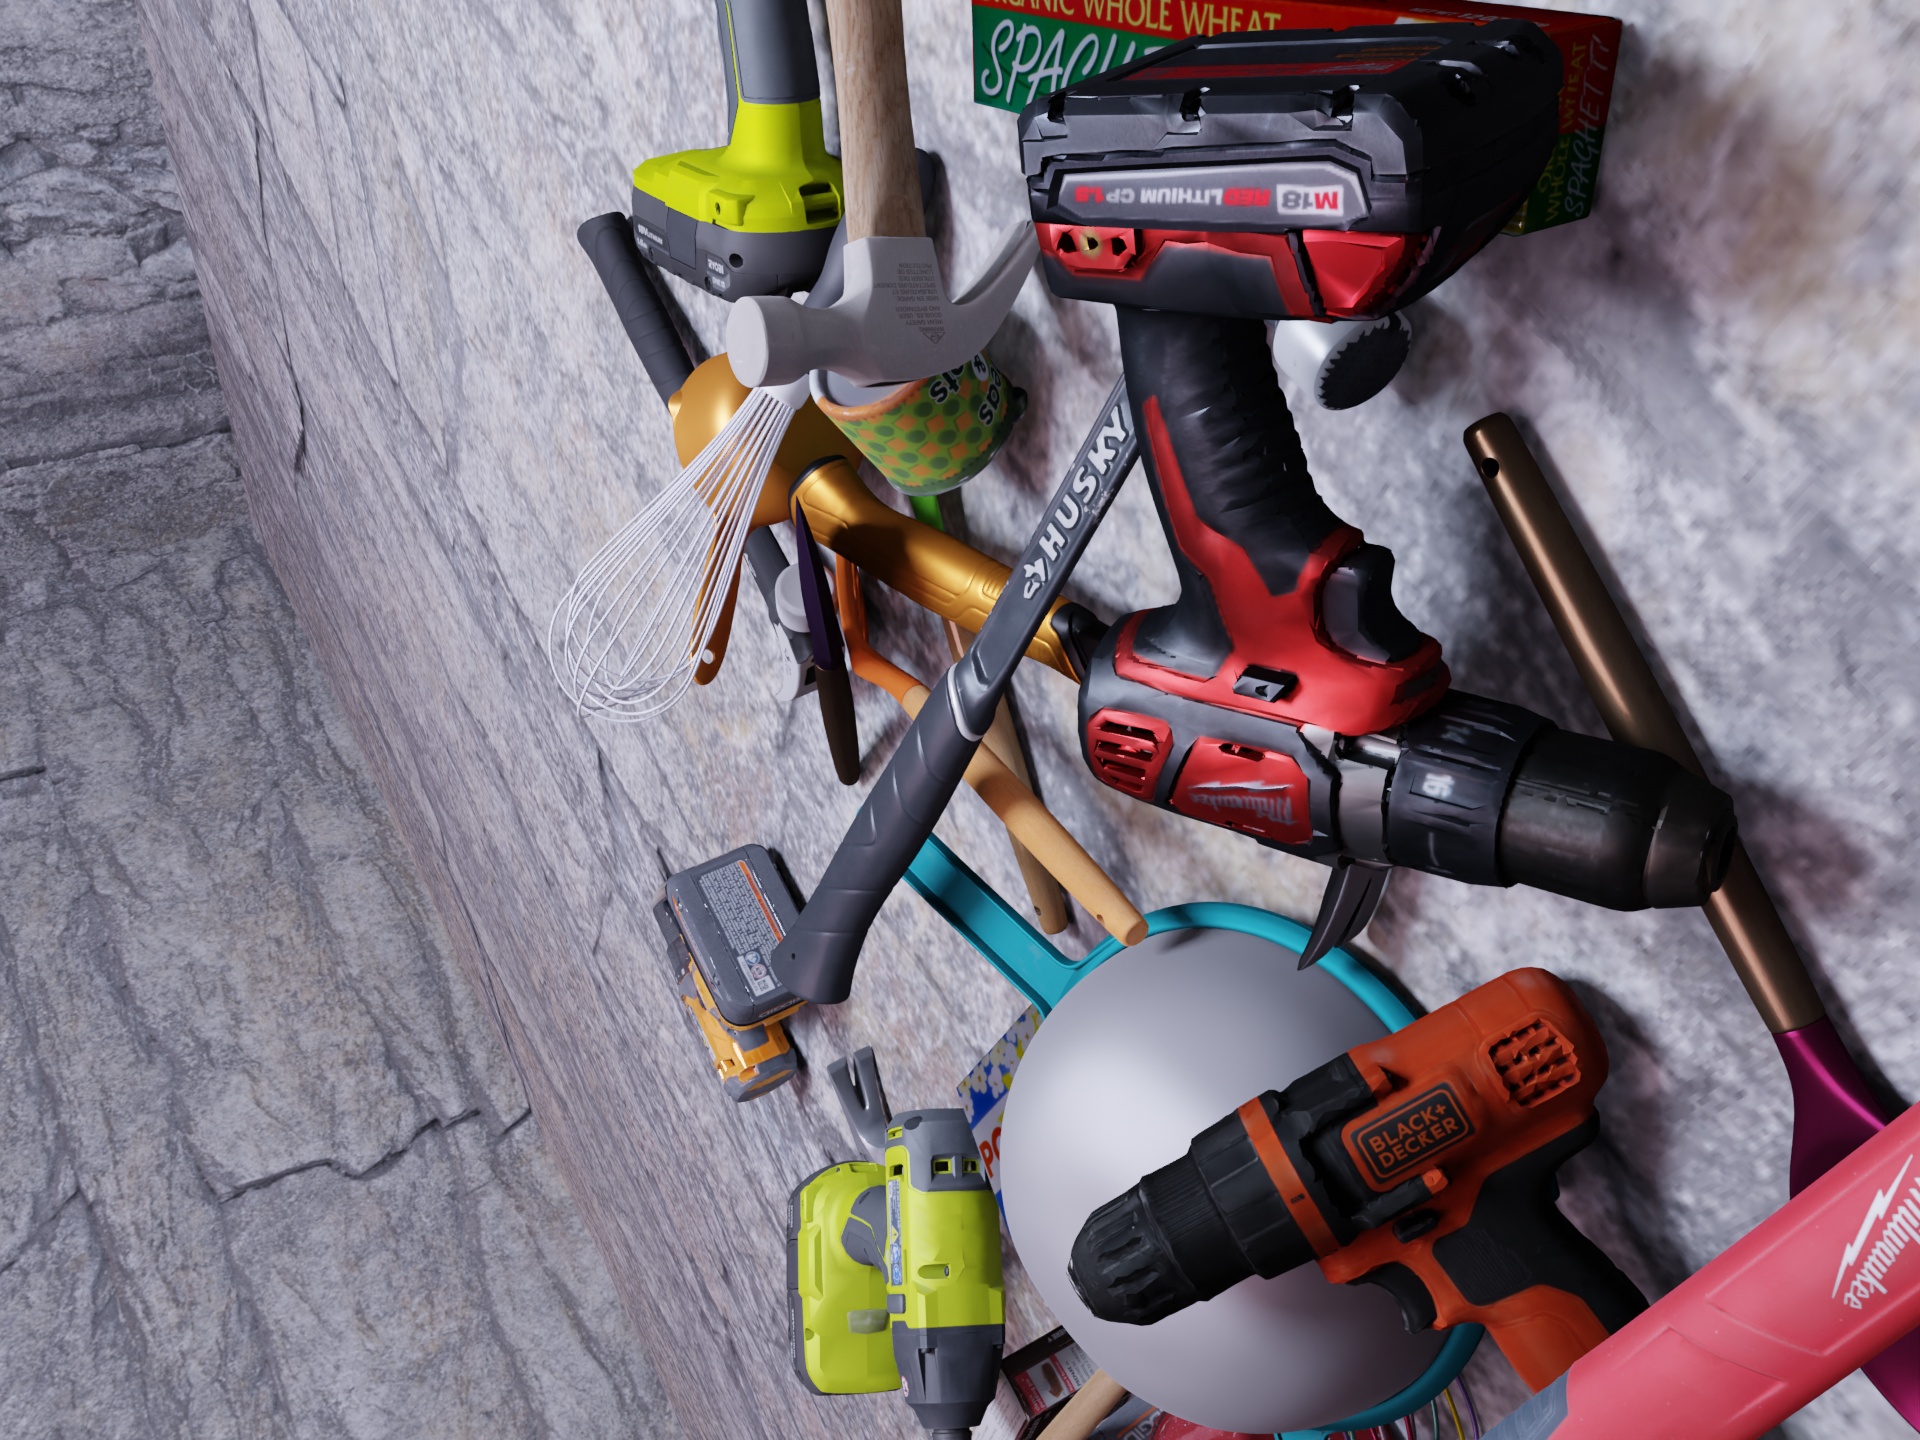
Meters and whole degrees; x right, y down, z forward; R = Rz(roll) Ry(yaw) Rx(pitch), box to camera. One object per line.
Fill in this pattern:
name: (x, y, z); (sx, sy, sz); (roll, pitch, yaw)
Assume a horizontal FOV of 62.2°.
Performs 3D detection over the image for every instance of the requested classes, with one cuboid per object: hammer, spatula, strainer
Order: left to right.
hammer: (-0.147, -0.161, 0.911); (0.335, 0.035, 0.146); (62, 166, 21)
spatula: (-0.065, -0.024, 0.798); (0.315, 0.018, 0.060); (91, 166, -69)
hammer: (-0.035, -0.287, 0.564); (0.031, 0.130, 0.331); (6, 104, 56)
spatula: (-0.001, -0.002, 0.722); (0.323, 0.041, 0.081); (47, 155, 47)
hammer: (0.008, -0.026, 0.612); (0.149, 0.036, 0.408); (57, 133, 31)
hammer: (0.021, 0.268, 0.930); (0.405, 0.035, 0.144); (-20, 92, 63)
hammer: (0.036, -0.031, 0.647); (0.337, 0.034, 0.127); (33, 135, 41)
strainer: (0.044, 0.144, 0.633); (0.341, 0.095, 0.211); (41, 124, 29)
hammer: (0.182, 0.184, 0.393); (0.143, 0.038, 0.386); (52, 124, 29)

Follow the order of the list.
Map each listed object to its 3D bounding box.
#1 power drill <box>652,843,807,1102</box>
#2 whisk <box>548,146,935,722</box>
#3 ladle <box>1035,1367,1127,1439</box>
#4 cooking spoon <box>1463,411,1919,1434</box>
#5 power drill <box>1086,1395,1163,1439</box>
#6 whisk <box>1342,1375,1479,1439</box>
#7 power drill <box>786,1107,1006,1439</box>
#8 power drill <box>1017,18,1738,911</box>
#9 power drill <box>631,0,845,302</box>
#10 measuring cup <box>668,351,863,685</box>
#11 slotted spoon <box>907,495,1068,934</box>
power drill: (-0.176, 0.171, 1.185); (0.185, 0.084, 0.226); (60, 157, 20)
whisk: (-0.091, -0.118, 0.682); (0.070, 0.070, 0.284); (43, 105, 40)
ladle: (0.062, 0.316, 0.744); (0.078, 0.062, 0.320); (47, 123, 28)
cooking spoon: (0.215, 0.058, 0.432); (0.068, 0.017, 0.319); (-36, 77, 58)
power drill: (0.156, 0.449, 0.766); (0.227, 0.084, 0.164); (34, 139, 43)
whisk: (0.148, 0.201, 0.639); (0.047, 0.051, 0.245); (-17, 91, 69)
power drill: (-0.036, 0.320, 0.900); (0.223, 0.080, 0.171); (134, 137, -62)
power drill: (0.109, -0.055, 0.416); (0.188, 0.080, 0.226); (16, 129, 37)
power drill: (-0.104, -0.315, 0.690); (0.191, 0.080, 0.228); (37, 137, 45)
measuring cup: (-0.096, -0.102, 0.763); (0.052, 0.095, 0.174); (-9, 67, 50)
slotted spoon: (0.001, -0.043, 0.750); (0.070, 0.031, 0.313); (5, 116, 61)
